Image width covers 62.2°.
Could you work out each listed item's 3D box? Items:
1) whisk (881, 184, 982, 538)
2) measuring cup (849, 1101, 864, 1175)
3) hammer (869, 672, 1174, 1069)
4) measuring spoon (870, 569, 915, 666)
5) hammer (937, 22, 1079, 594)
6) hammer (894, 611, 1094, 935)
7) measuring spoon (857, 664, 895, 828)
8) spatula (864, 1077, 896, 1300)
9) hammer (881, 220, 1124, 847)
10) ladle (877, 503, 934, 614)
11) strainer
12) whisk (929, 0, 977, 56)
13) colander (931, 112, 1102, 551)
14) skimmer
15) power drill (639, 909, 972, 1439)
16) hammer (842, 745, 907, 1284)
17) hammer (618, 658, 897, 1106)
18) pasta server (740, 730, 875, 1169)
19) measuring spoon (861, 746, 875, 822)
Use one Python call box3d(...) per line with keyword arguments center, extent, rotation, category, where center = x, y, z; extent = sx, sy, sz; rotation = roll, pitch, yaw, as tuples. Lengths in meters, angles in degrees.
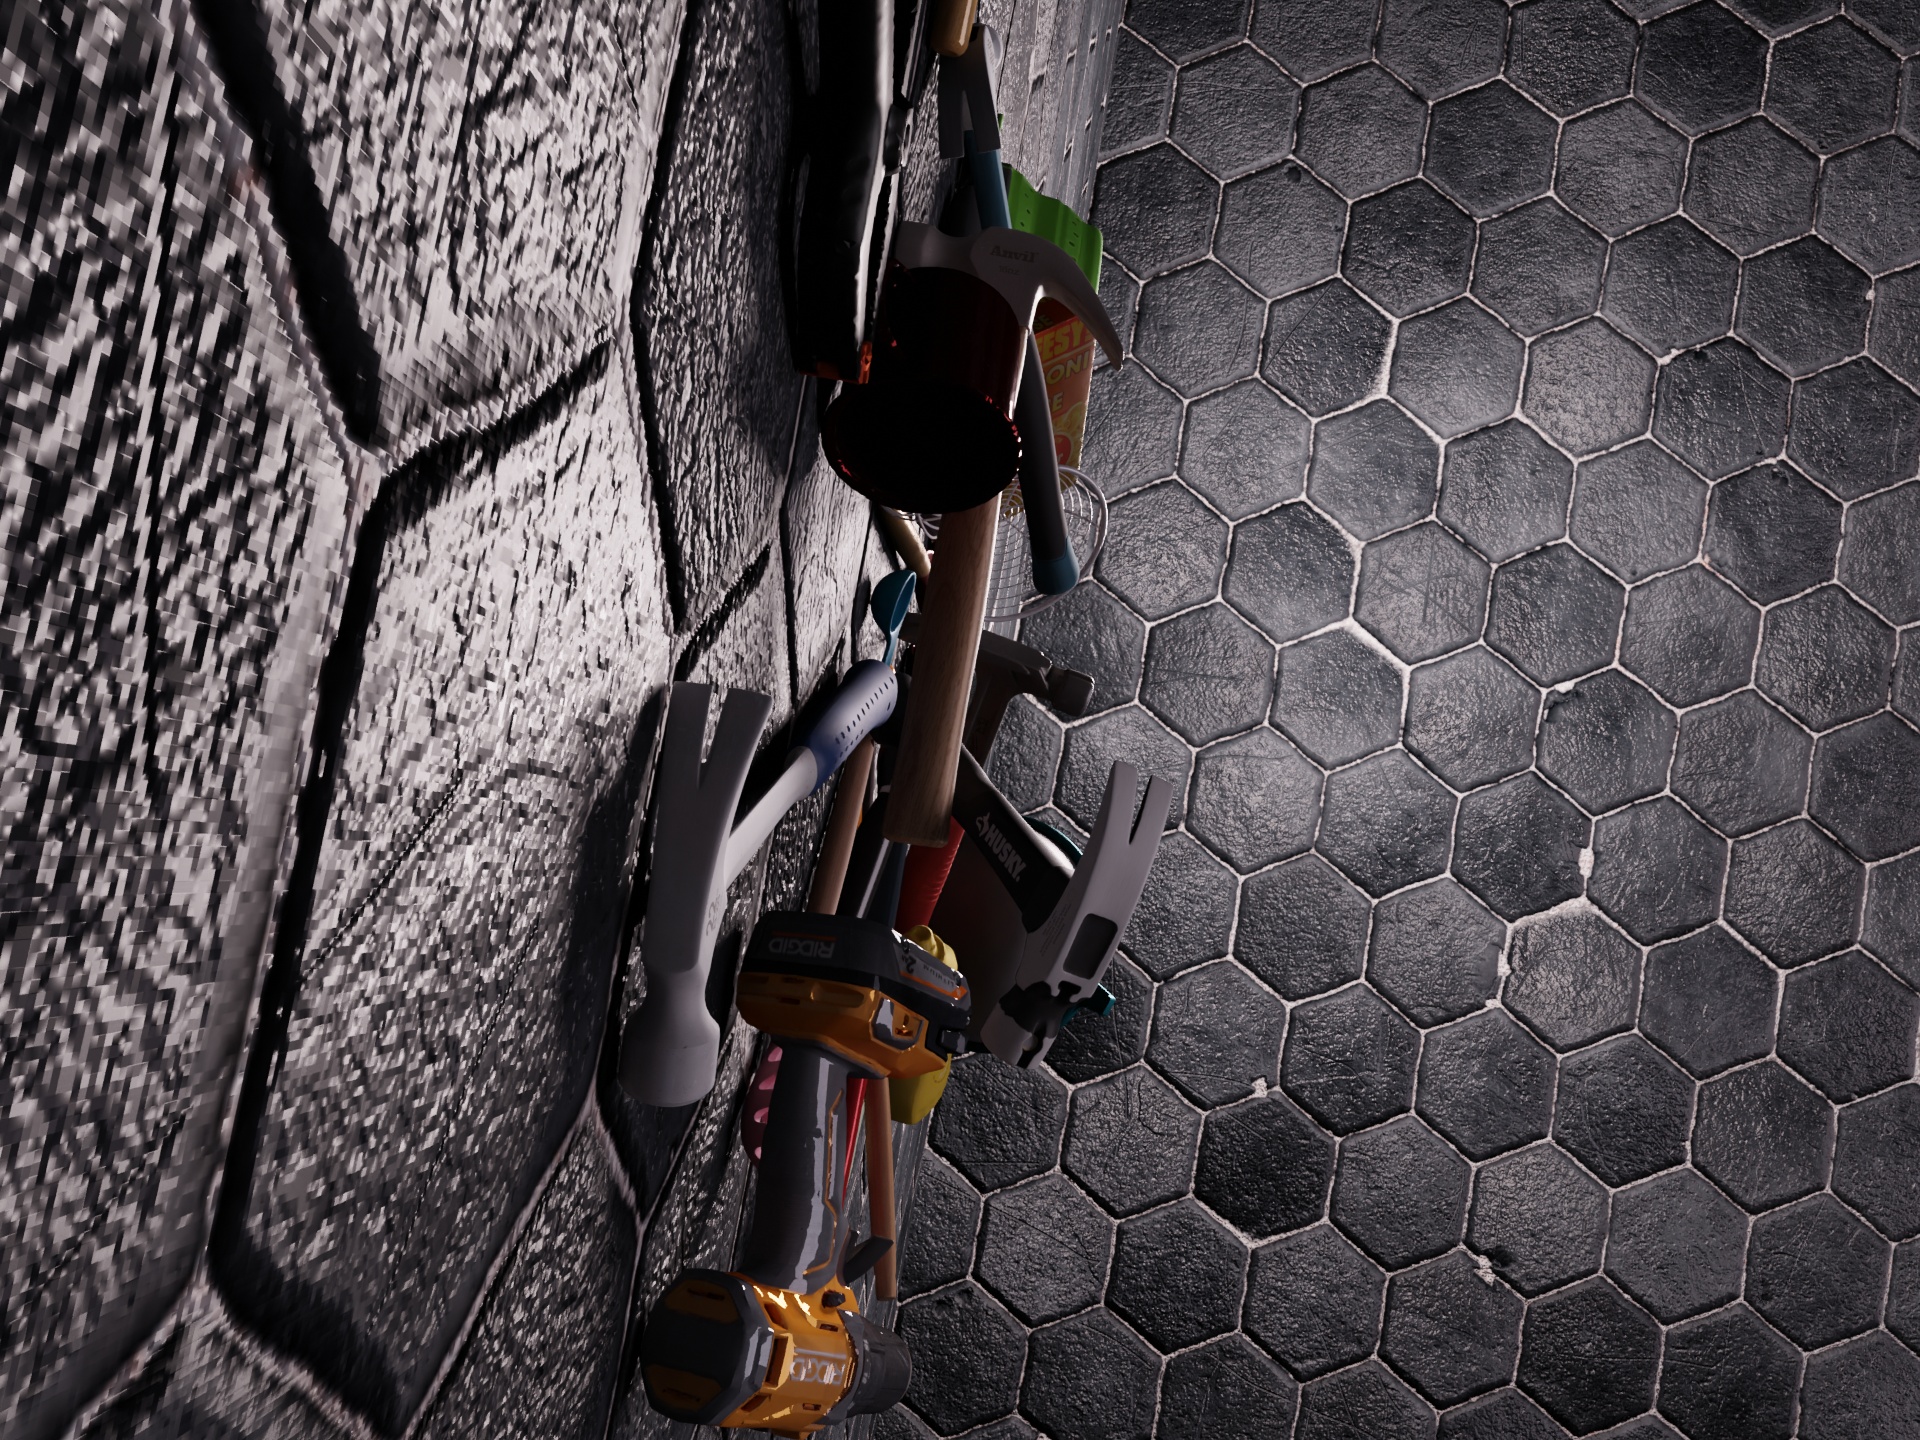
box3d(center=(-0.007, -0.228, 0.970), extent=(0.070, 0.070, 0.285), rotation=(93, 3, -57), category="whisk")
box3d(center=(-0.089, 0.282, 1.137), extent=(0.167, 0.038, 0.083), rotation=(-70, 169, -79), category="measuring cup")
box3d(center=(0.010, 0.040, 0.865), extent=(0.146, 0.035, 0.335), rotation=(-62, -154, 10), category="hammer")
box3d(center=(-0.056, -0.042, 1.012), extent=(0.042, 0.021, 0.128), rotation=(-58, 169, -56), category="measuring spoon")
box3d(center=(0.032, -0.234, 0.945), extent=(0.128, 0.033, 0.330), rotation=(-76, 157, -63), category="hammer")
box3d(center=(-0.025, 0.083, 1.231), extent=(0.037, 0.149, 0.358), rotation=(-75, -175, -55), category="hammer")
box3d(center=(-0.058, 0.018, 1.097), extent=(0.021, 0.011, 0.117), rotation=(37, 63, -85), category="measuring spoon")
box3d(center=(-0.059, 0.238, 1.103), extent=(0.059, 0.018, 0.316), rotation=(93, -7, -57), category="spatula")
box3d(center=(0.006, -0.098, 0.844), extent=(0.031, 0.130, 0.331), rotation=(53, 47, -84), category="hammer")
box3d(center=(-0.029, -0.110, 1.092), extent=(0.315, 0.031, 0.069), rotation=(53, 24, -81), category="ladle")
box3d(center=(0.000, 0.117, 1.382), extent=(0.095, 0.211, 0.341), rotation=(26, 49, -63), category="strainer")
box3d(center=(0.021, -0.473, 0.832), extent=(0.047, 0.051, 0.245), rotation=(-92, -165, -82), category="whisk")
box3d(center=(0.040, -0.242, 1.202), extent=(0.205, 0.094, 0.396), rotation=(-83, -179, -54), category="colander")
box3d(center=(-0.002, -0.003, 1.047), extent=(0.127, 0.090, 0.363), rotation=(41, 63, -47), category="skimmer")
box3d(center=(-0.059, 0.224, 0.767), extent=(0.185, 0.084, 0.226), rotation=(44, 53, -54), category="power drill")
box3d(center=(-0.058, 0.172, 1.047), extent=(0.143, 0.038, 0.387), rotation=(-46, -151, 53), category="hammer")
box3d(center=(-0.073, 0.021, 0.724), extent=(0.405, 0.035, 0.144), rotation=(-64, 163, -76), category="hammer")
box3d(center=(-0.077, 0.122, 0.914), extent=(0.060, 0.040, 0.316), rotation=(65, 27, -43), category="pasta server")
box3d(center=(-0.070, 0.065, 1.067), extent=(0.034, 0.018, 0.124), rotation=(154, -59, -72), category="measuring spoon")
